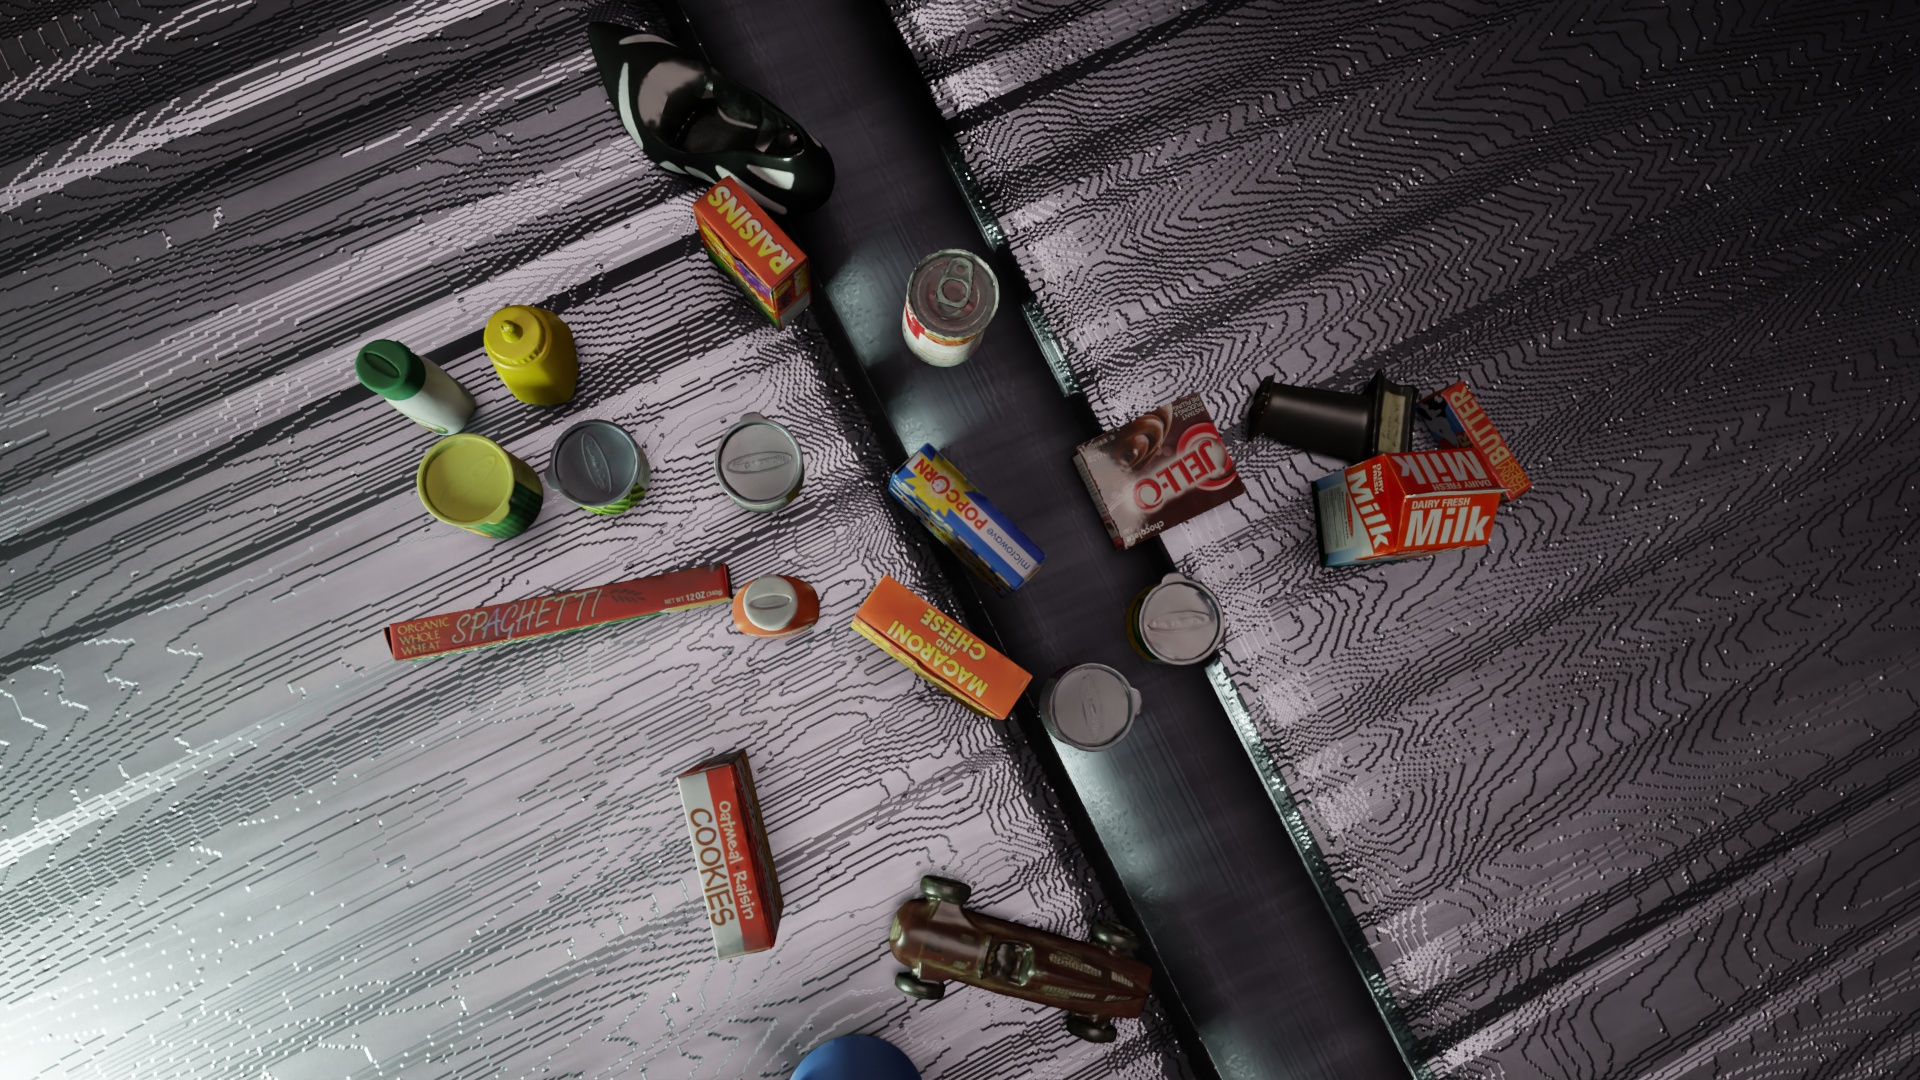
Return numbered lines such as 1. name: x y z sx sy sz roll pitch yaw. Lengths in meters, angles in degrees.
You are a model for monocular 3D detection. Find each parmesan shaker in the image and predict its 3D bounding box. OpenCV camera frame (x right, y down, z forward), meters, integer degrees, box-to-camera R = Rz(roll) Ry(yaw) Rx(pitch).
1. parmesan shaker: -0.348 -0.036 1.019 0.071 0.103 0.071 1 84 -5

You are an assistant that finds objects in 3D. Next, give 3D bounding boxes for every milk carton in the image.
1. milk carton: 0.332 -0.024 1.037 0.072 0.190 0.073 -4 85 -6

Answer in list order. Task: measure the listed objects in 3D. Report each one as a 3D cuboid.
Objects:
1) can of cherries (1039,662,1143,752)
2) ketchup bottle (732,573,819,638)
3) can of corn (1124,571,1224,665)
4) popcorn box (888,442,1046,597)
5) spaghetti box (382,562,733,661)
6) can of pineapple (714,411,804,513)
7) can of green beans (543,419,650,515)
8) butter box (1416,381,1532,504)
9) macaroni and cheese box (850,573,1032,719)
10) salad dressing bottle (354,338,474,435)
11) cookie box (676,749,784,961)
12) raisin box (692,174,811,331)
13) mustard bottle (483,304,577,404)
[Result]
1. can of cherries: 0.099 0.127 1.065 0.071 0.058 0.071 1 84 -5
2. ketchup bottle: -0.135 0.047 1.007 0.065 0.148 0.043 -8 85 -6
3. can of corn: 0.165 0.061 1.079 0.071 0.058 0.071 1 84 -5
4. popcorn box: 0.004 -0.013 1.058 0.127 0.085 0.038 44 82 0
5. spaghetti box: -0.296 0.054 1.041 0.250 0.050 0.028 -11 85 -6
6. can of pineapple: -0.152 -0.058 1.062 0.071 0.058 0.071 1 84 -5
7. can of green beans: -0.272 -0.054 1.051 0.071 0.057 0.071 1 84 -5
8. butter box: 0.413 -0.077 1.120 0.024 0.053 0.103 -33 88 -7
9. macaroni and cheese box: -0.018 0.080 1.005 0.124 0.166 0.040 35 82 -1
10. salad dressing bottle: -0.393 -0.111 1.000 0.064 0.147 0.044 34 83 -1
11. cookie box: -0.158 0.215 0.977 0.040 0.167 0.123 -14 86 -6
12. raisin box: -0.155 -0.214 1.046 0.040 0.123 0.086 -43 89 -8
13. mustard bottle: -0.313 -0.140 1.005 0.049 0.160 0.065 -2 85 -5
